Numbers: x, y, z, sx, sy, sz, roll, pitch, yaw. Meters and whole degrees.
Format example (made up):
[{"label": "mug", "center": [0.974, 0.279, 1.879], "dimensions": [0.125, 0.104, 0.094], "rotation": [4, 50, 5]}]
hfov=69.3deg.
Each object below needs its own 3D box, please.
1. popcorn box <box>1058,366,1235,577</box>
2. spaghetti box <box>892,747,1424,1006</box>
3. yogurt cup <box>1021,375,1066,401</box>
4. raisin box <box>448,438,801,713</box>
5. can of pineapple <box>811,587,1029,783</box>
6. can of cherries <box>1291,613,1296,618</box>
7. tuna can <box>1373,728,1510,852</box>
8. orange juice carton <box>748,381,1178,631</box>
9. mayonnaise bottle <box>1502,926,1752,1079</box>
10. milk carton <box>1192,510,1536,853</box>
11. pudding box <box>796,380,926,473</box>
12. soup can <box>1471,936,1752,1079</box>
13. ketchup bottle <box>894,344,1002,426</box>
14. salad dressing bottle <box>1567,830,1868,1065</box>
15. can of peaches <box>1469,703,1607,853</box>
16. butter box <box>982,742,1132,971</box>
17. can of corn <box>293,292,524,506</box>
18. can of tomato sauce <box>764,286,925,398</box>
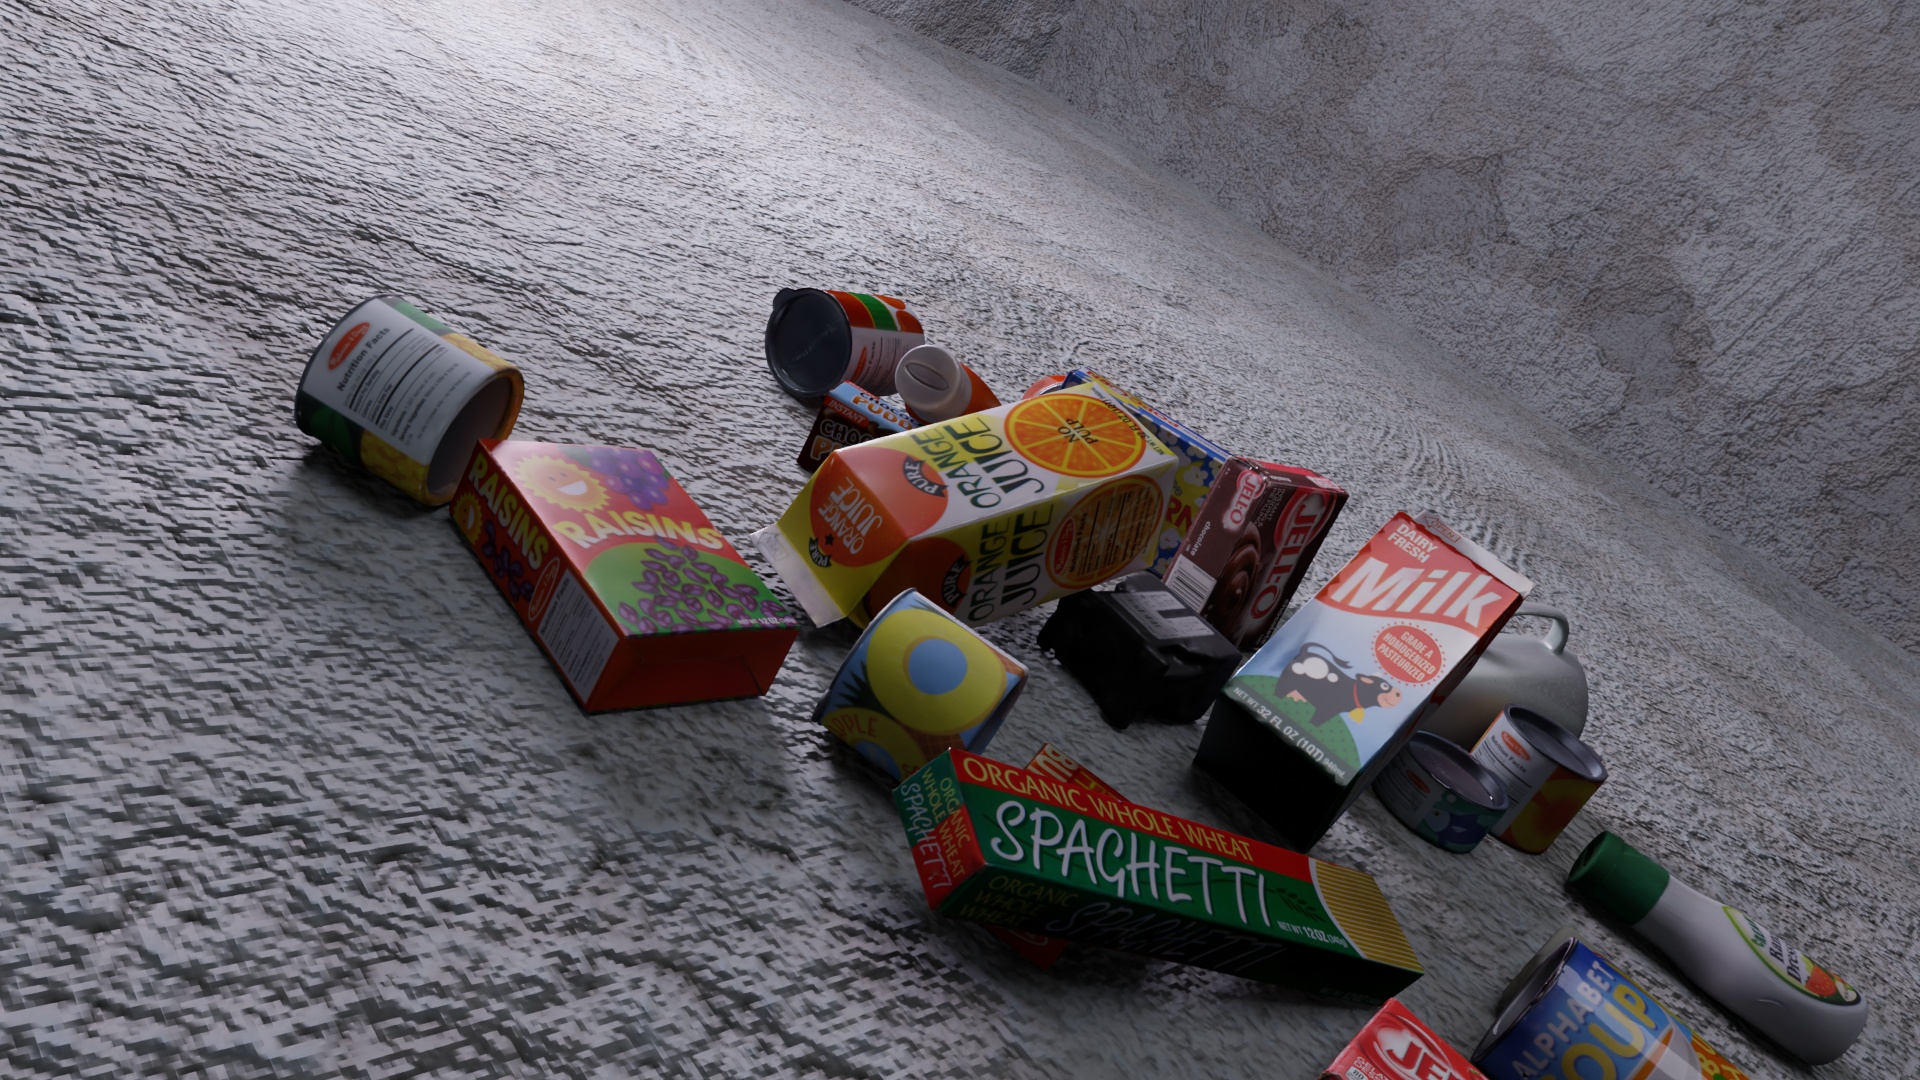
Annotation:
[{"label": "popcorn box", "center": [0.107, -0.043, 0.887], "dimensions": [0.127, 0.085, 0.038], "rotation": [32, 21, 9]}, {"label": "spaghetti box", "center": [0.083, 0.130, 0.513], "dimensions": [0.250, 0.028, 0.050], "rotation": [23, 31, -36]}, {"label": "yogurt cup", "center": [0.070, -0.082, 0.957], "dimensions": [0.072, 0.072, 0.054], "rotation": [24, 15, -14]}, {"label": "raisin box", "center": [-0.133, 0.011, 0.547], "dimensions": [0.086, 0.040, 0.124], "rotation": [0, 38, -49]}, {"label": "can of pineapple", "center": [-0.015, 0.063, 0.545], "dimensions": [0.058, 0.070, 0.071], "rotation": [34, 22, 11]}, {"label": "can of cherries", "center": [0.204, 0.081, 0.762], "dimensions": [0.071, 0.071, 0.058], "rotation": [20, 25, -22]}, {"label": "tuna can", "center": [0.264, 0.137, 0.761], "dimensions": [0.071, 0.032, 0.071], "rotation": [25, 23, -11]}, {"label": "orange juice carton", "center": [0.002, -0.008, 0.658], "dimensions": [0.193, 0.072, 0.072], "rotation": [-17, 46, -27]}, {"label": "mayonnaise bottle", "center": [0.309, 0.233, 0.597], "dimensions": [0.148, 0.041, 0.065], "rotation": [41, 23, 27]}, {"label": "milk carton", "center": [0.206, 0.056, 0.685], "dimensions": [0.072, 0.073, 0.191], "rotation": [40, 61, 23]}, {"label": "pudding box", "center": [-0.041, -0.046, 0.763], "dimensions": [0.084, 0.049, 0.030], "rotation": [30, 23, 2]}, {"label": "soup can", "center": [0.259, 0.210, 0.549], "dimensions": [0.084, 0.071, 0.071], "rotation": [40, 24, 23]}, {"label": "ketchup bottle", "center": [-0.005, -0.079, 0.816], "dimensions": [0.065, 0.043, 0.148], "rotation": [30, -2, 13]}, {"label": "salad dressing bottle", "center": [0.402, 0.215, 0.744], "dimensions": [0.148, 0.043, 0.064], "rotation": [36, 24, 16]}, {"label": "can of peaches", "center": [0.328, 0.138, 0.803], "dimensions": [0.071, 0.058, 0.071], "rotation": [25, 22, -11]}, {"label": "butter box", "center": [0.033, 0.118, 0.536], "dimensions": [0.053, 0.024, 0.104], "rotation": [35, 23, 11]}, {"label": "can of corn", "center": [-0.217, -0.055, 0.555], "dimensions": [0.058, 0.071, 0.071], "rotation": [31, 22, 2]}, {"label": "can of tomato sauce", "center": [-0.072, -0.124, 0.870], "dimensions": [0.071, 0.071, 0.083], "rotation": [39, 23, 22]}]
